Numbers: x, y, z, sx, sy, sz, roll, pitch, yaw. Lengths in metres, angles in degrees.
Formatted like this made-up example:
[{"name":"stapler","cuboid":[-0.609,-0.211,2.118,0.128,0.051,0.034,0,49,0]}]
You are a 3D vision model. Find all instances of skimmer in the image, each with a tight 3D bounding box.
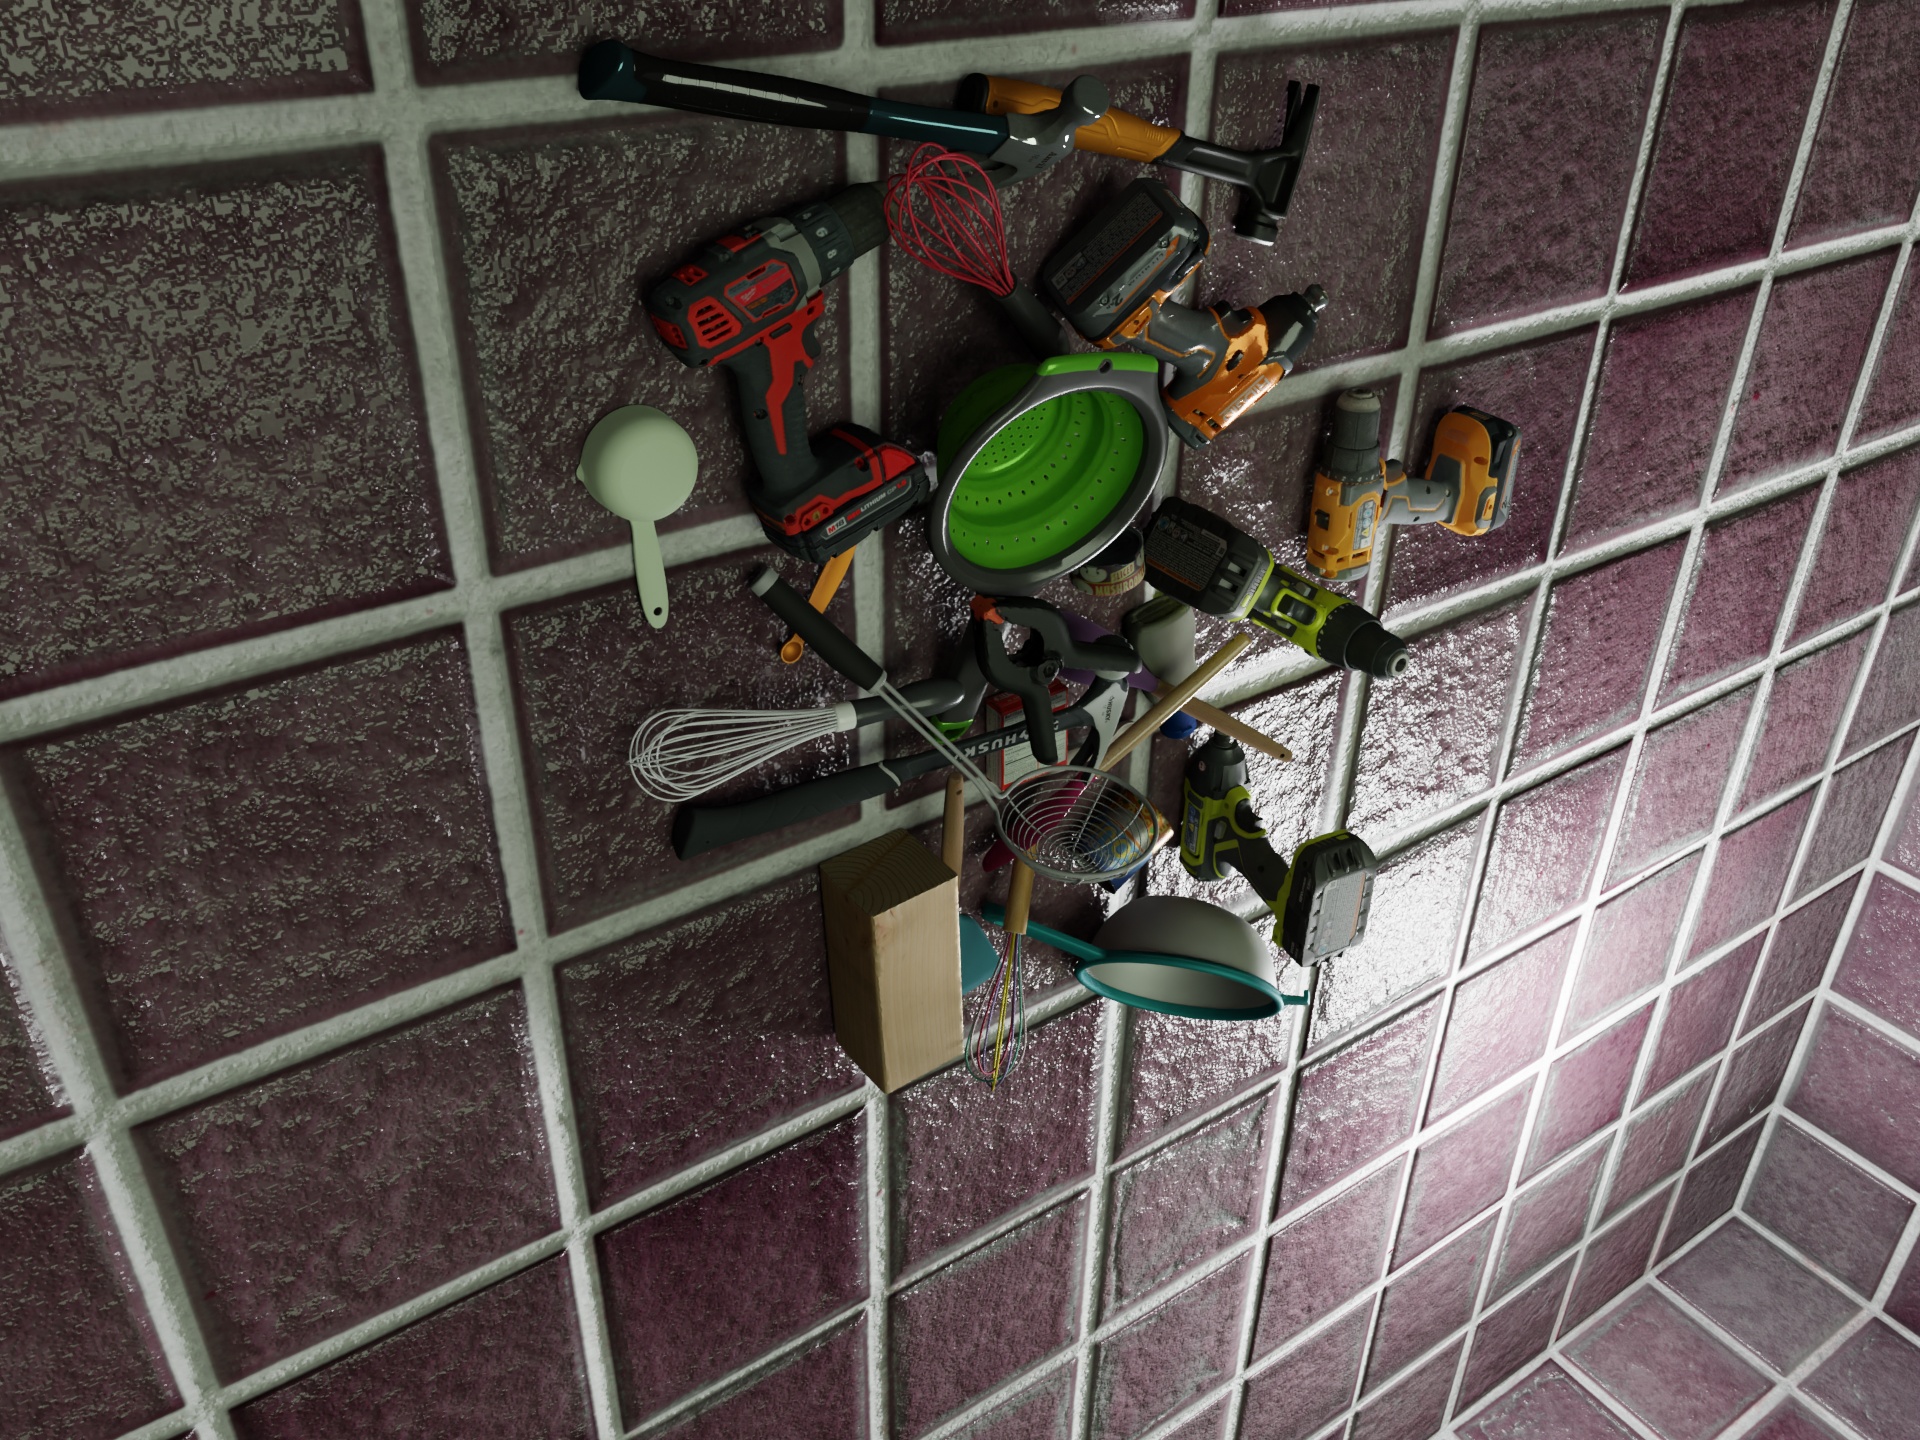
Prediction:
[{"name":"skimmer","cuboid":[-0.002,-0.004,1.217,0.363,0.127,0.090,42,128,-17]}]

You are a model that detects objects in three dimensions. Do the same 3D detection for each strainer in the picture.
[{"name":"strainer","cuboid":[0.172,0.209,1.584,0.340,0.211,0.095,24,65,-24]}]

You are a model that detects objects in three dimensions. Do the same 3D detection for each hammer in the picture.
[{"name":"hammer","cuboid":[0.139,-0.445,1.197,0.336,0.034,0.127,-3,119,-38]},{"name":"hammer","cuboid":[-0.042,0.041,1.318,0.409,0.036,0.149,-17,136,-21]},{"name":"hammer","cuboid":[-0.075,-0.390,1.016,0.331,0.128,0.033,-2,81,-29]}]

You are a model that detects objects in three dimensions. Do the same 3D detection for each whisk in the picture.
[{"name":"whisk","cuboid":[-0.122,0.003,1.229,0.284,0.070,0.070,-13,124,-27]},{"name":"whisk","cuboid":[0.023,-0.317,1.128,0.073,0.073,0.295,-56,155,3]},{"name":"whisk","cuboid":[0.045,0.218,1.470,0.047,0.051,0.245,29,68,-60]}]

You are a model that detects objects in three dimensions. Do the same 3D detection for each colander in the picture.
[{"name":"colander","cuboid":[0.025,-0.145,1.267,0.204,0.095,0.396,-9,139,-32]}]

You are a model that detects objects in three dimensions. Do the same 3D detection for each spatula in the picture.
[{"name":"spatula","cuboid":[0.194,-0.021,1.465,0.315,0.018,0.059,25,117,-30]},{"name":"spatula","cuboid":[-0.001,0.149,1.415,0.082,0.044,0.317,-27,147,-20]}]

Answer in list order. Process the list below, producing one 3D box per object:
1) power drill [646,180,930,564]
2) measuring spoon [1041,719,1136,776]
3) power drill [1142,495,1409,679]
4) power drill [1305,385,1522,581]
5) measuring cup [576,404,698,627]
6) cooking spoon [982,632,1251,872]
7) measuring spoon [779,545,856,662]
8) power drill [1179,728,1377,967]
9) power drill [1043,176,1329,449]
[{"name":"power drill","cuboid":[-0.096,-0.244,1.103,0.188,0.080,0.226,-36,130,-17]},{"name":"measuring spoon","cuboid":[0.114,0.027,1.491,0.124,0.018,0.034,-19,127,-22]},{"name":"power drill","cuboid":[0.280,-0.109,1.417,0.228,0.191,0.080,20,103,-40]},{"name":"power drill","cuboid":[0.435,-0.245,1.538,0.226,0.084,0.185,-18,125,-25]},{"name":"measuring cup","cuboid":[-0.213,-0.133,1.098,0.083,0.038,0.167,-21,126,-28]},{"name":"cooking spoon","cuboid":[0.139,0.029,1.443,0.319,0.069,0.017,-41,104,5]},{"name":"measuring spoon","cuboid":[-0.110,-0.098,1.229,0.021,0.011,0.117,23,96,-46]},{"name":"power drill","cuboid":[0.297,0.120,1.545,0.080,0.223,0.171,-15,125,-24]},{"name":"power drill","cuboid":[0.187,-0.324,1.255,0.164,0.084,0.226,-41,140,18]}]
